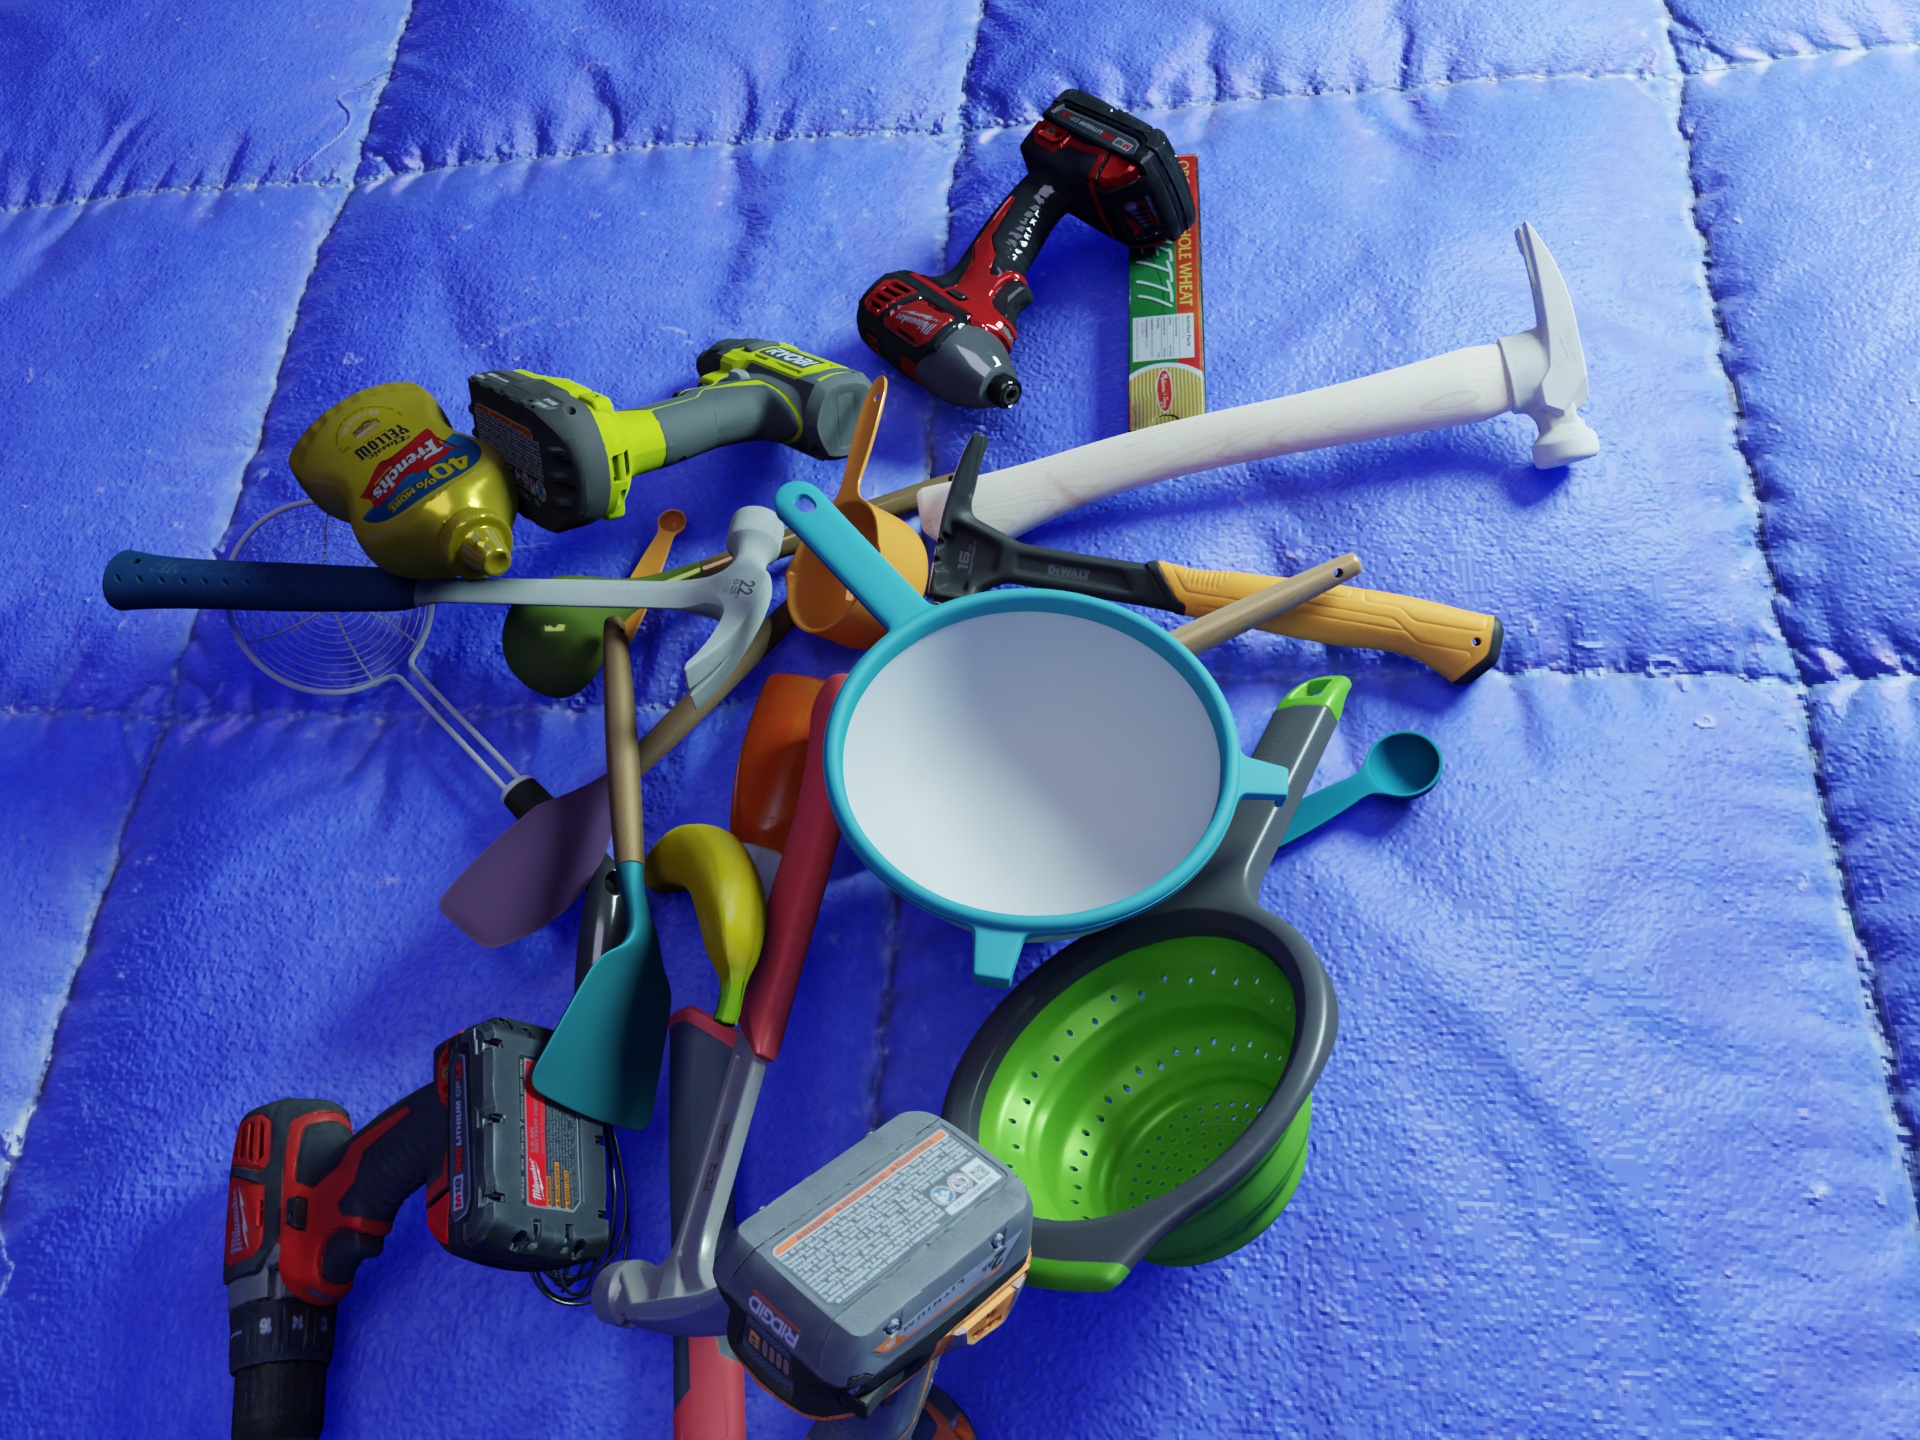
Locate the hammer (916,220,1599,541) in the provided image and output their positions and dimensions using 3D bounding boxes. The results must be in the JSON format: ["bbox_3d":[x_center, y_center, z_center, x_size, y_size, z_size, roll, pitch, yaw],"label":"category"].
[{"bbox_3d":[0.171,-0.186,0.985,0.410,0.038,0.146,-13,93,8],"label":"hammer"}]

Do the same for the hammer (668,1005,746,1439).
[{"bbox_3d":[-0.139,0.332,0.785,0.143,0.038,0.387,-12,60,6],"label":"hammer"}]

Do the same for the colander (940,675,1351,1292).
[{"bbox_3d":[0.136,0.135,0.809,0.204,0.094,0.397,-8,37,44],"label":"colander"}]

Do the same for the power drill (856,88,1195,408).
[{"bbox_3d":[0.046,-0.305,1.065,0.219,0.078,0.143,-46,54,-2],"label":"power drill"}]

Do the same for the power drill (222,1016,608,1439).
[{"bbox_3d":[-0.287,0.262,0.799,0.226,0.080,0.188,-25,56,24],"label":"power drill"}]

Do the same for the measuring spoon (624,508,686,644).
[{"bbox_3d":[-0.209,-0.089,1.050,0.021,0.011,0.117,16,69,11],"label":"measuring spoon"}]

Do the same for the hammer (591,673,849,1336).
[{"bbox_3d":[-0.090,0.127,0.813,0.149,0.036,0.359,-27,40,46],"label":"hammer"}]

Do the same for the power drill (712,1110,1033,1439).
[{"bbox_3d":[-0.051,0.290,0.655,0.084,0.226,0.164,29,37,32],"label":"power drill"}]

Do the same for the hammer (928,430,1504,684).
[{"bbox_3d":[0.148,-0.083,0.942,0.337,0.034,0.127,12,94,13],"label":"hammer"}]

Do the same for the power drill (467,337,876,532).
[{"bbox_3d":[-0.189,-0.196,1.019,0.223,0.080,0.171,-21,35,-34],"label":"power drill"}]

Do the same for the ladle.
[{"bbox_3d":[-0.140,-0.098,1.025,0.320,0.062,0.078,-21,68,-11],"label":"ladle"}]

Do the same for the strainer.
[{"bbox_3d":[-0.001,-0.003,0.867,0.211,0.095,0.341,-31,58,-20],"label":"strainer"}]

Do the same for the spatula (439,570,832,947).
[{"bbox_3d":[-0.180,0.014,0.954,0.060,0.018,0.316,36,63,10],"label":"spatula"}]

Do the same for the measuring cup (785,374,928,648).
[{"bbox_3d":[-0.052,-0.127,0.989,0.095,0.052,0.174,-5,67,48],"label":"measuring cup"}]

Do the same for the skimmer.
[{"bbox_3d":[-0.318,-0.005,0.976,0.127,0.090,0.364,-43,63,-14],"label":"skimmer"}]

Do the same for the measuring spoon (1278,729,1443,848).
[{"bbox_3d":[0.210,0.049,0.891,0.128,0.021,0.042,-29,53,5],"label":"measuring spoon"}]

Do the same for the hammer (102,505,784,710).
[{"bbox_3d":[-0.316,-0.075,0.956,0.405,0.035,0.144,2,48,5],"label":"hammer"}]

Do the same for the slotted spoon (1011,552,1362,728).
[{"bbox_3d":[0.085,-0.022,0.914,0.314,0.031,0.070,-26,101,5],"label":"slotted spoon"}]

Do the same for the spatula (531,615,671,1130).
[{"bbox_3d":[-0.193,0.065,0.878,0.044,0.082,0.318,-30,48,21],"label":"spatula"}]

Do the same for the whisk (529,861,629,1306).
[{"bbox_3d":[-0.198,0.190,0.858,0.055,0.055,0.239,-4,65,9],"label":"whisk"}]
